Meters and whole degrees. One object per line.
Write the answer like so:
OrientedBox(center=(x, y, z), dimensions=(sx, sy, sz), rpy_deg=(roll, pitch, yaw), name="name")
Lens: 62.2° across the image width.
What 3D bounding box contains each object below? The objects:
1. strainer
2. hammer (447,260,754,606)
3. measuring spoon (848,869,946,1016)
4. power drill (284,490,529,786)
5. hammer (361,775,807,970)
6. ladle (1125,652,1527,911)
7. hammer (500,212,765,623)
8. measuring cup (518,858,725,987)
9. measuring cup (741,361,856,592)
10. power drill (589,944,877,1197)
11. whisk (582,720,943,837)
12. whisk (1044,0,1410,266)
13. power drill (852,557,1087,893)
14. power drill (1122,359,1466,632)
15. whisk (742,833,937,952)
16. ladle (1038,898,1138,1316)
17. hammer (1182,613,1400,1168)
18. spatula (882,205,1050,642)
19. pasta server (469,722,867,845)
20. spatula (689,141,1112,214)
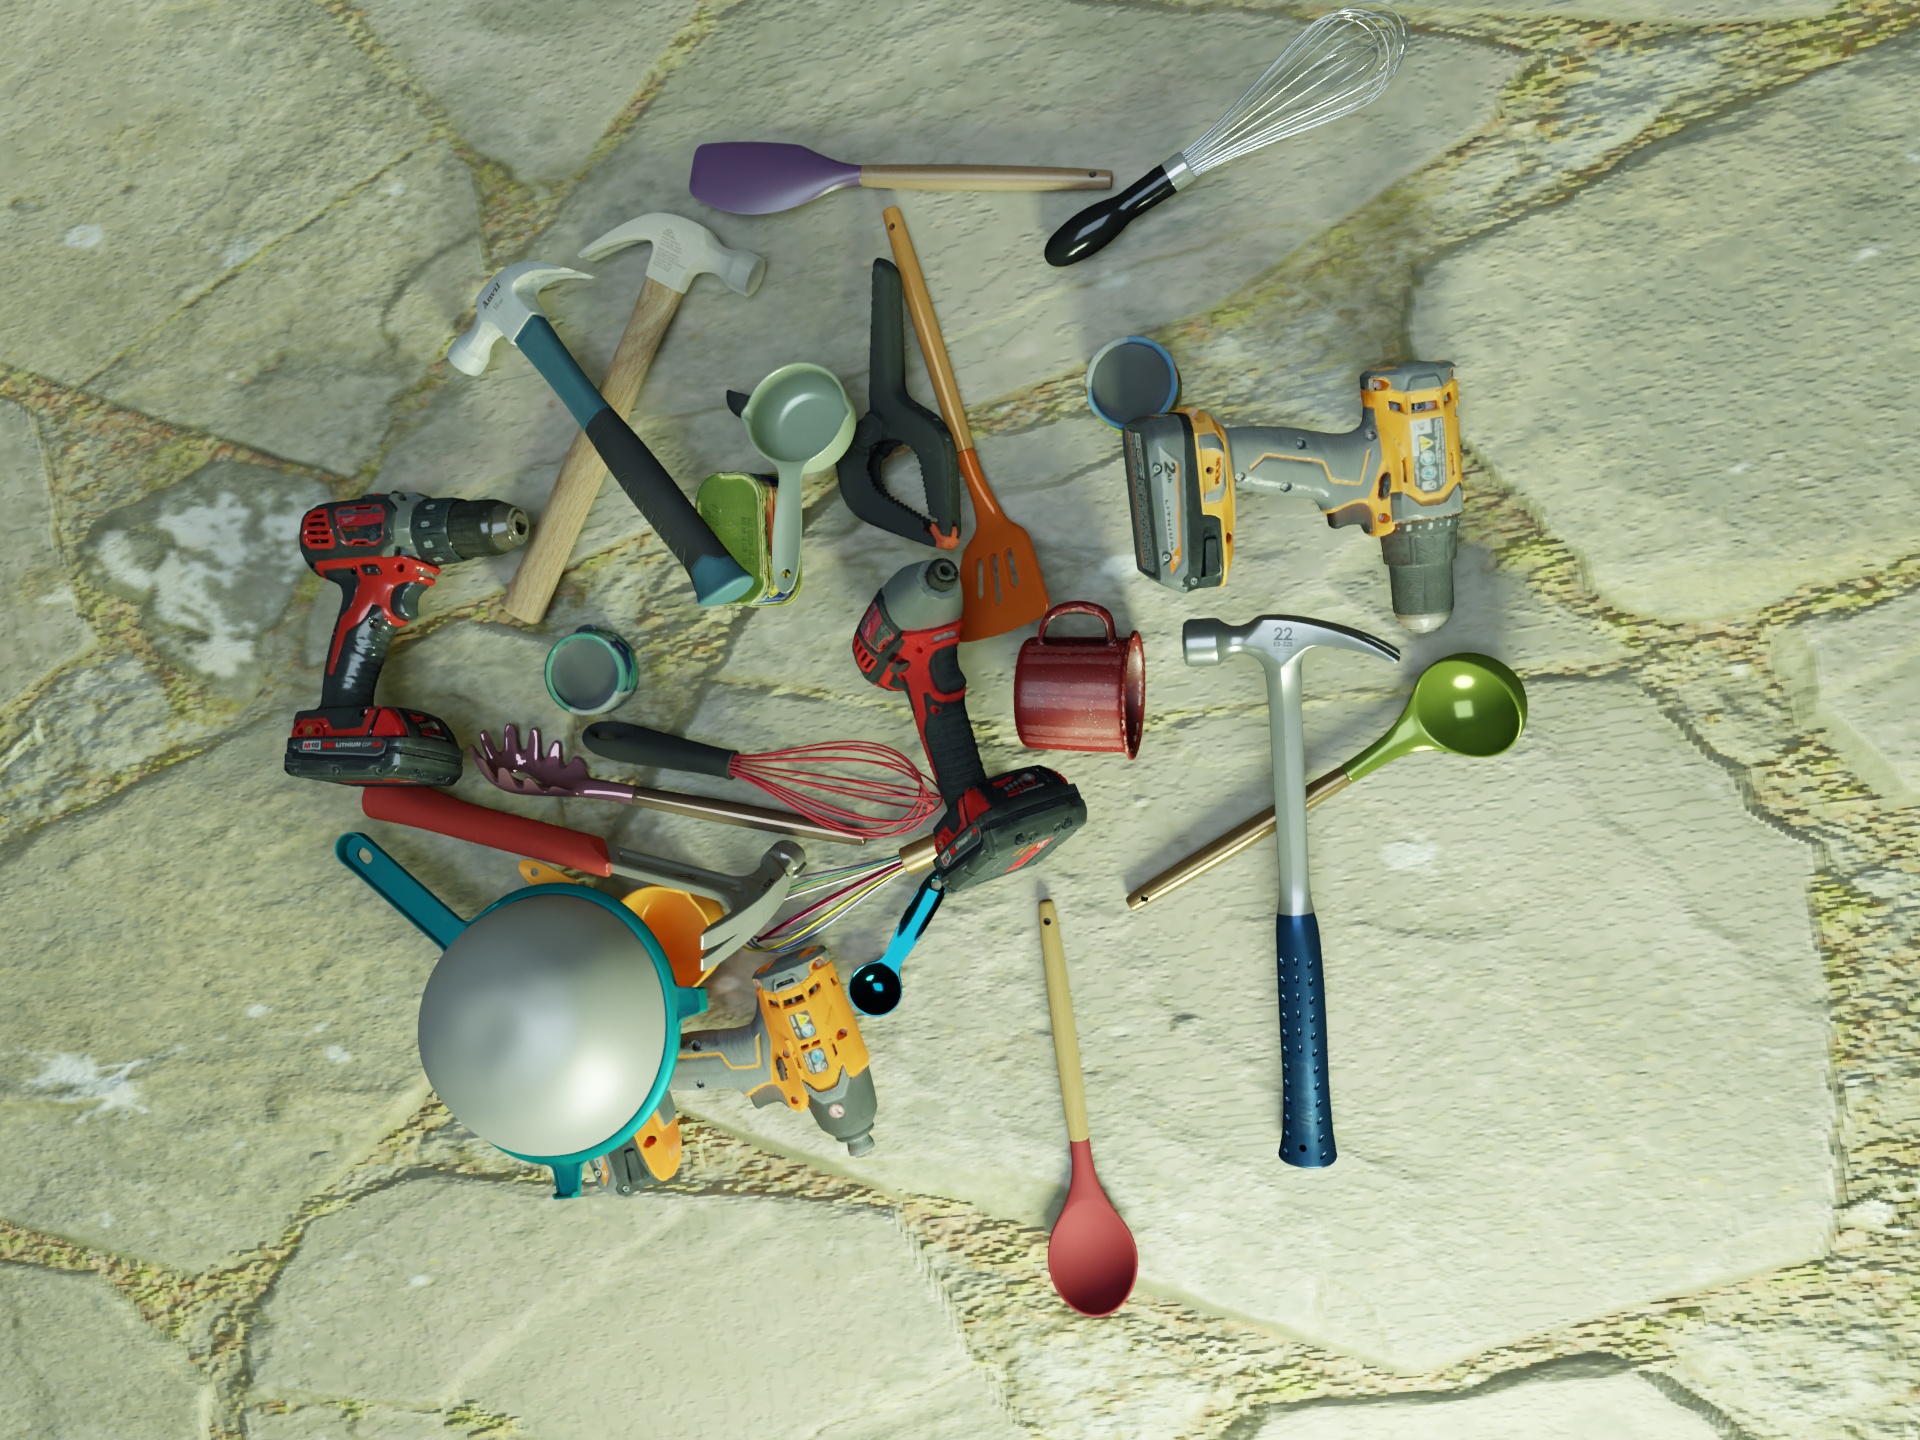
OrientedBox(center=(-0.368, 0.188, 1.182), dimensions=(0.340, 0.095, 0.211), rpy_deg=(36, 96, 16), name="strainer")
OrientedBox(center=(-0.255, -0.207, 1.155), dimensions=(0.128, 0.033, 0.331), rpy_deg=(-47, 70, 23), name="hammer")
OrientedBox(center=(-0.043, 0.168, 1.223), dimensions=(0.042, 0.021, 0.128), rpy_deg=(30, 91, 3), name="measuring spoon")
OrientedBox(center=(-0.422, -0.066, 1.217), dimensions=(0.188, 0.080, 0.227), rpy_deg=(-1, 81, 18), name="power drill")
OrientedBox(center=(-0.306, 0.100, 1.207), dimensions=(0.359, 0.149, 0.036), rpy_deg=(12, 116, 18), name="hammer")
OrientedBox(center=(0.253, 0.055, 1.132), dimensions=(0.320, 0.062, 0.078), rpy_deg=(-33, 93, 15), name="ladle")
OrientedBox(center=(-0.275, -0.229, 1.216), dimensions=(0.130, 0.031, 0.331), rpy_deg=(28, 100, 7), name="hammer")
OrientedBox(center=(-0.262, 0.148, 1.243), dimensions=(0.173, 0.052, 0.095), rpy_deg=(27, 100, 9), name="measuring cup")
OrientedBox(center=(-0.113, -0.168, 1.125), dimensions=(0.083, 0.038, 0.168), rpy_deg=(1, 81, 16), name="measuring cup")
OrientedBox(center=(-0.178, 0.286, 1.227), dimensions=(0.226, 0.084, 0.164), rpy_deg=(-22, 92, 8), name="power drill")
OrientedBox(center=(-0.154, 0.037, 1.209), dimensions=(0.296, 0.073, 0.073), rpy_deg=(10, 98, 15), name="whisk")
OrientedBox(center=(0.179, -0.400, 1.102), dimensions=(0.284, 0.070, 0.070), rpy_deg=(-30, 90, 17), name="whisk")
OrientedBox(center=(-0.002, -0.004, 1.111), dimensions=(0.078, 0.143, 0.220), rpy_deg=(-16, 73, -27), name="power drill")
OrientedBox(center=(0.235, -0.140, 1.086), dimensions=(0.226, 0.084, 0.185), rpy_deg=(-10, 103, -6), name="power drill")
OrientedBox(center=(-0.061, 0.119, 1.205), dimensions=(0.245, 0.047, 0.051), rpy_deg=(-25, 101, 9), name="whisk")
OrientedBox(center=(0.085, 0.291, 1.203), dimensions=(0.069, 0.031, 0.315), rpy_deg=(-7, 92, 9), name="ladle")
OrientedBox(center=(0.241, 0.125, 1.119), dimensions=(0.144, 0.035, 0.405), rpy_deg=(-2, 104, 17), name="hammer")
OrientedBox(center=(-0.008, -0.220, 1.160), dimensions=(0.081, 0.041, 0.322), rpy_deg=(-17, 91, 29), name="spatula")
OrientedBox(center=(-0.226, 0.057, 1.233), dimensions=(0.316, 0.060, 0.040), rpy_deg=(10, 122, 7), name="pasta server")
OrientedBox(center=(-0.047, -0.395, 1.160), dimensions=(0.316, 0.018, 0.060), rpy_deg=(4, 78, 10), name="spatula")
